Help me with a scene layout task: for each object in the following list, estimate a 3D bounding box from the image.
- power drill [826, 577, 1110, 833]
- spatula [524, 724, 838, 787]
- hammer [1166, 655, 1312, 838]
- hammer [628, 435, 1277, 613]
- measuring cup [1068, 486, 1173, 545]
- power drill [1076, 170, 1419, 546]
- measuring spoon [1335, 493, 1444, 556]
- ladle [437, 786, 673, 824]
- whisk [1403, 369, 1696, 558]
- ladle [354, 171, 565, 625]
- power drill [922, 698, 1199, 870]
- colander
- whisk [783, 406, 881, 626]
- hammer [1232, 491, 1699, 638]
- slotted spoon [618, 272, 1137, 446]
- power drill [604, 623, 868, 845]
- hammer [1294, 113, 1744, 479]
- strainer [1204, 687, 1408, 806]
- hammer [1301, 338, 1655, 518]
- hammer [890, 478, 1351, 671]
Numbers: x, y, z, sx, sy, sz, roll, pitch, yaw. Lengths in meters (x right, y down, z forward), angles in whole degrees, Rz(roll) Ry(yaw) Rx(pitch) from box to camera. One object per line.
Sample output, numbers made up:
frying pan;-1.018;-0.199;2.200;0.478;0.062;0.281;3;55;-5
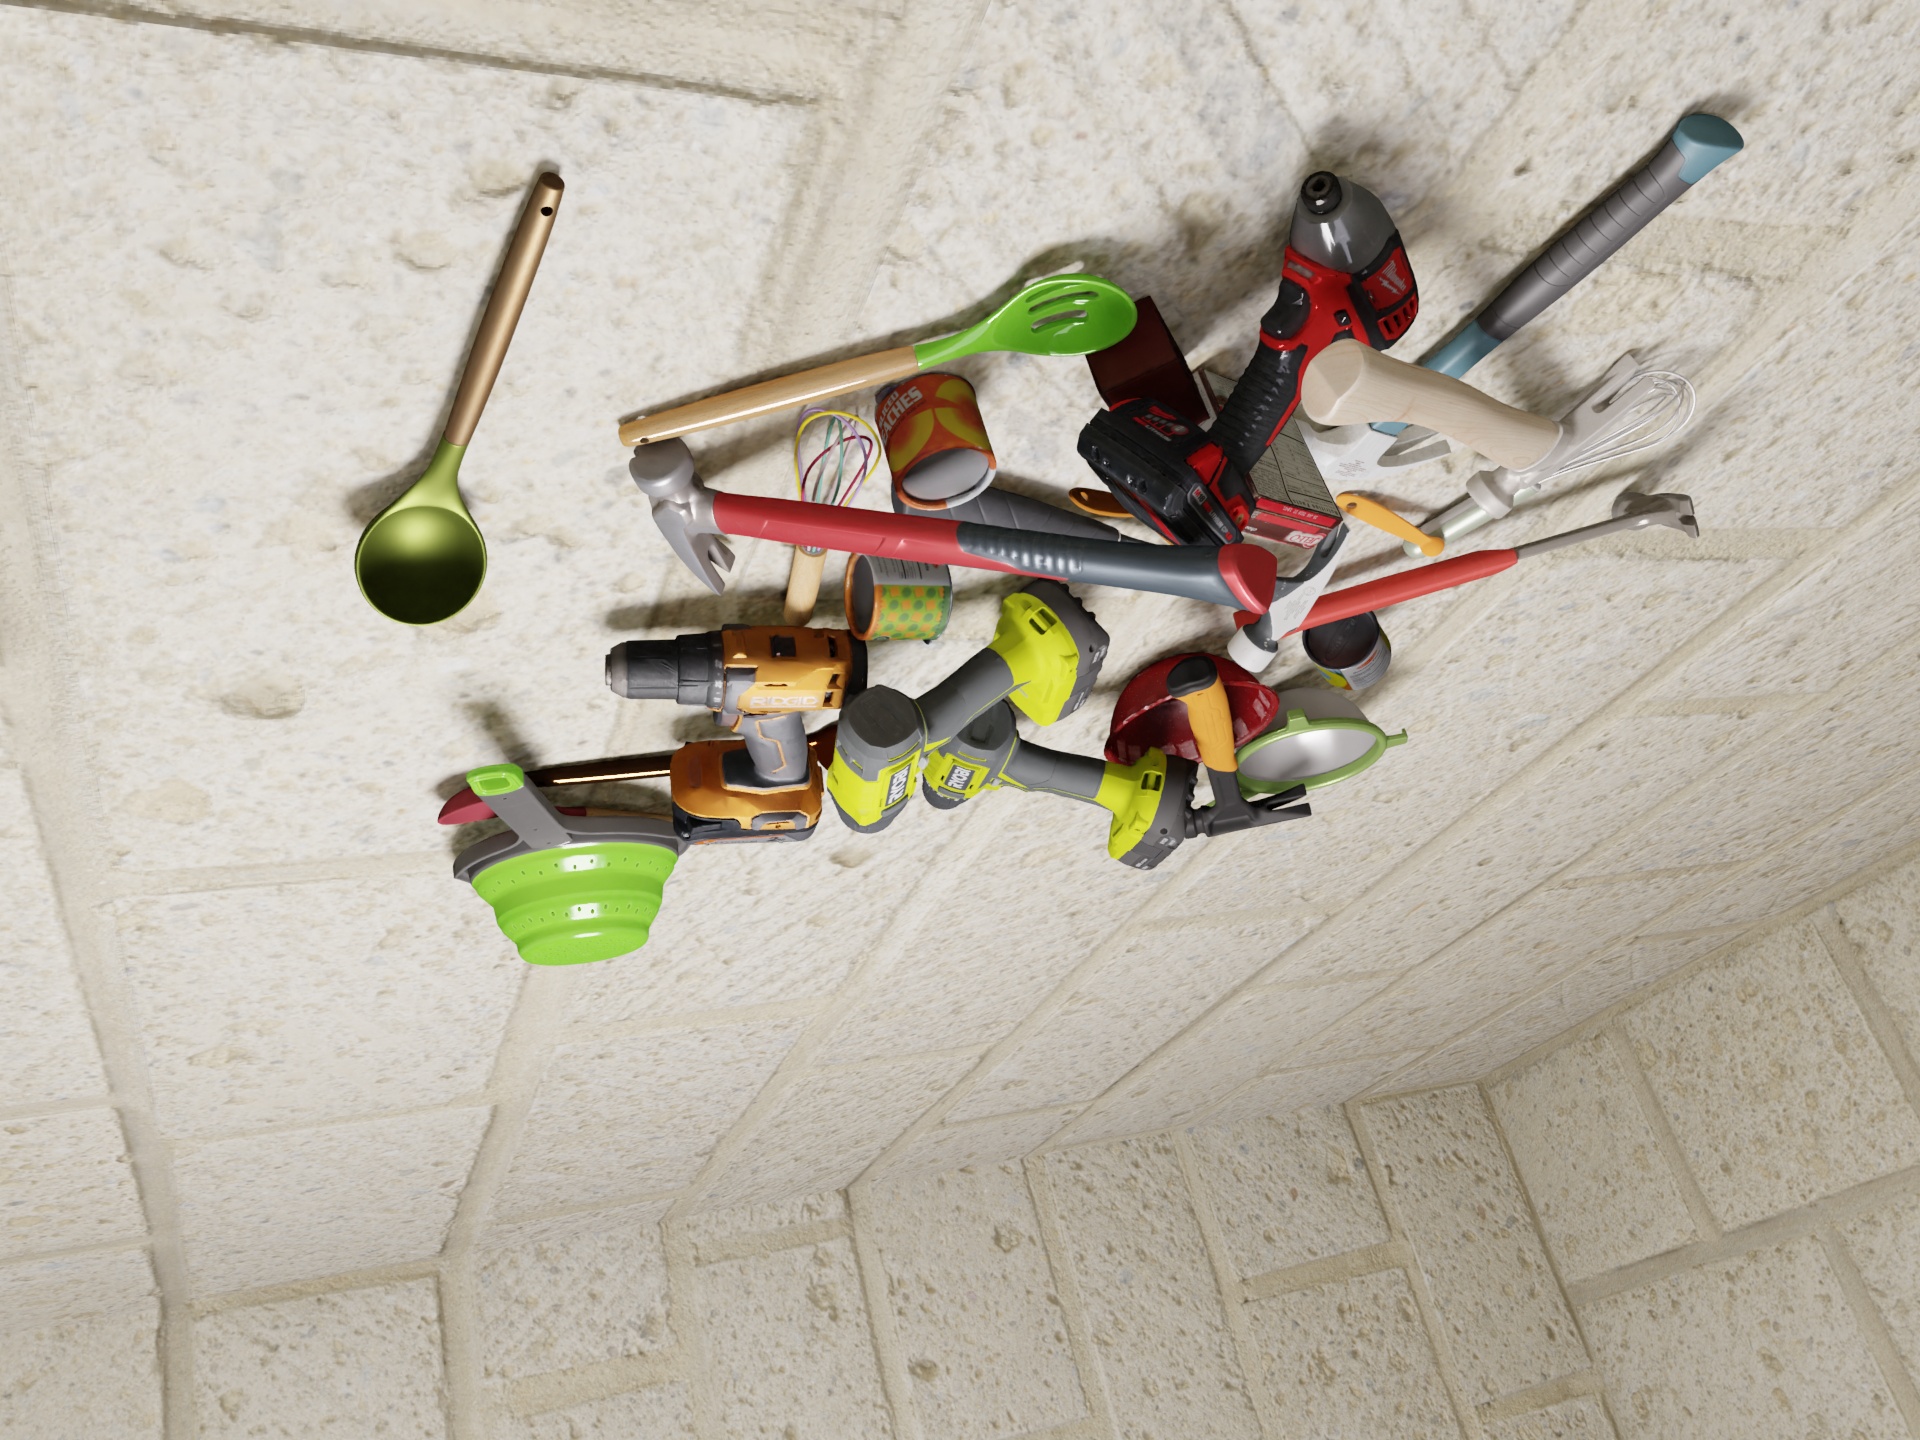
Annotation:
power drill;-0.002;-0.004;1.208;0.223;0.080;0.171;-34;160;-23
spatula;-0.198;0.040;1.325;0.322;0.041;0.081;-5;135;-17
hammer;0.236;0.027;1.408;0.127;0.034;0.336;-12;153;10
hammer;-0.004;-0.100;0.964;0.386;0.038;0.143;10;157;17
measuring cup;0.133;-0.157;1.047;0.052;0.095;0.173;-42;160;31
power drill;0.176;-0.209;0.932;0.219;0.079;0.143;-51;148;3
measuring spoon;0.338;-0.152;1.249;0.116;0.011;0.021;20;144;-29
ladle;-0.304;0.085;1.371;0.069;0.031;0.315;-24;156;38
whisk;0.449;-0.193;1.232;0.059;0.058;0.246;42;128;-20
ladle;-0.269;-0.165;0.876;0.078;0.062;0.320;0;147;-34
power drill;0.076;0.058;1.398;0.228;0.080;0.190;17;157;-4
colander;-0.330;0.130;1.302;0.204;0.095;0.396;-10;162;-3
whisk;-0.092;-0.127;1.060;0.047;0.051;0.244;-13;157;-19
hammer;0.402;-0.120;1.296;0.359;0.036;0.149;-16;-172;10
slotted spoon;-0.051;-0.209;0.940;0.314;0.031;0.070;-15;153;2
power drill;-0.176;0.008;1.200;0.185;0.084;0.226;-1;146;-15
hammer;0.358;-0.266;1.044;0.128;0.033;0.331;7;146;-36
strainer;0.297;0.032;1.555;0.151;0.069;0.256;9;151;-31
hammer;0.333;-0.204;1.025;0.146;0.038;0.410;-43;158;29
hammer;0.121;-0.128;1.162;0.408;0.036;0.149;10;128;-36
